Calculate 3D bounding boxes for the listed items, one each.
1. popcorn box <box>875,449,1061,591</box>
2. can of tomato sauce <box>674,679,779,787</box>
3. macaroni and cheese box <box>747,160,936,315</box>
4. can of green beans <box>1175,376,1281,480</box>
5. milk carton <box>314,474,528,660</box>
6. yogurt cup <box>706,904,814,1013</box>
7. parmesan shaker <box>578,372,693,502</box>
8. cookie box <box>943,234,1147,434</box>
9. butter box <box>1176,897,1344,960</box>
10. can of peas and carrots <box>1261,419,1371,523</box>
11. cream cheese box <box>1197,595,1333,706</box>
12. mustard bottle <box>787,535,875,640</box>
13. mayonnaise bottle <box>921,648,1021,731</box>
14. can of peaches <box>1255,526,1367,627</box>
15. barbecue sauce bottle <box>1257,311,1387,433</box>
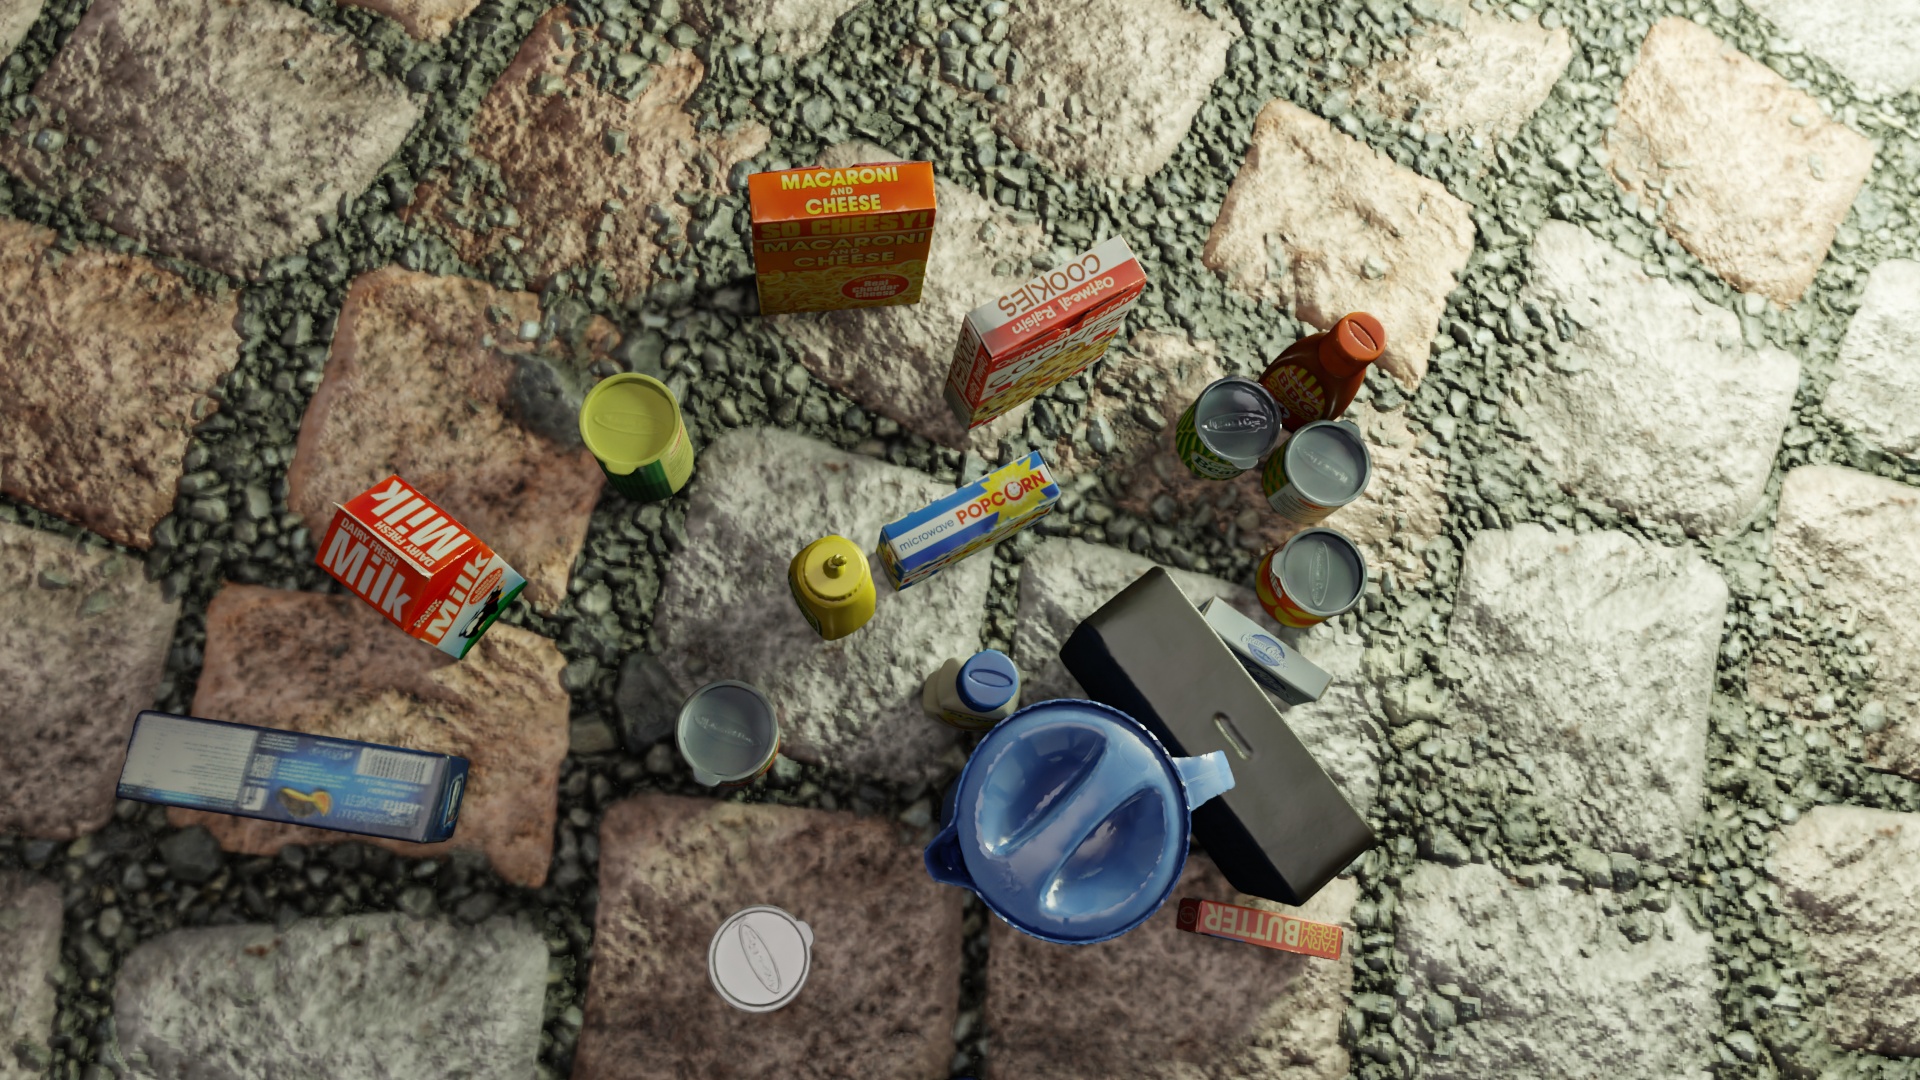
[{"bbox_3d":[0.004,-0.012,0.992,0.127,0.085,0.038,-27,82,-11],"label":"popcorn box"},{"bbox_3d":[-0.157,0.134,0.943,0.071,0.083,0.071,1,77,-6],"label":"can of tomato sauce"},{"bbox_3d":[-0.086,-0.212,0.987,0.124,0.166,0.040,-6,78,-7],"label":"macaroni and cheese box"},{"bbox_3d":[0.200,-0.083,1.044,0.071,0.057,0.071,1,77,-6],"label":"can of green beans"},{"bbox_3d":[-0.347,0.018,0.894,0.072,0.190,0.073,37,77,3],"label":"milk carton"},{"bbox_3d":[-0.133,0.277,0.927,0.072,0.054,0.072,1,77,-6],"label":"yogurt cup"},{"bbox_3d":[-0.226,-0.067,0.972,0.071,0.103,0.071,1,77,-6],"label":"parmesan shaker"},{"bbox_3d":[0.056,-0.142,0.986,0.123,0.167,0.040,-30,82,-11],"label":"cookie box"},{"bbox_3d":[0.207,0.269,0.965,0.103,0.053,0.024,12,77,-3],"label":"butter box"},{"bbox_3d":[0.267,-0.053,1.044,0.071,0.058,0.071,1,77,-6],"label":"can of peas and carrots"},{"bbox_3d":[0.214,0.082,1.009,0.104,0.053,0.024,35,76,2],"label":"cream cheese box"},{"bbox_3d":[-0.087,0.027,0.935,0.049,0.160,0.065,-31,82,-11],"label":"mustard bottle"},{"bbox_3d":[0.011,0.102,0.934,0.065,0.147,0.041,12,77,-3],"label":"mayonnaise bottle"},{"bbox_3d":[0.255,0.028,1.024,0.071,0.058,0.071,1,77,-6],"label":"can of peaches"},{"bbox_3d":[0.266,-0.124,1.014,0.044,0.148,0.065,-39,84,-12],"label":"barbecue sauce bottle"}]
